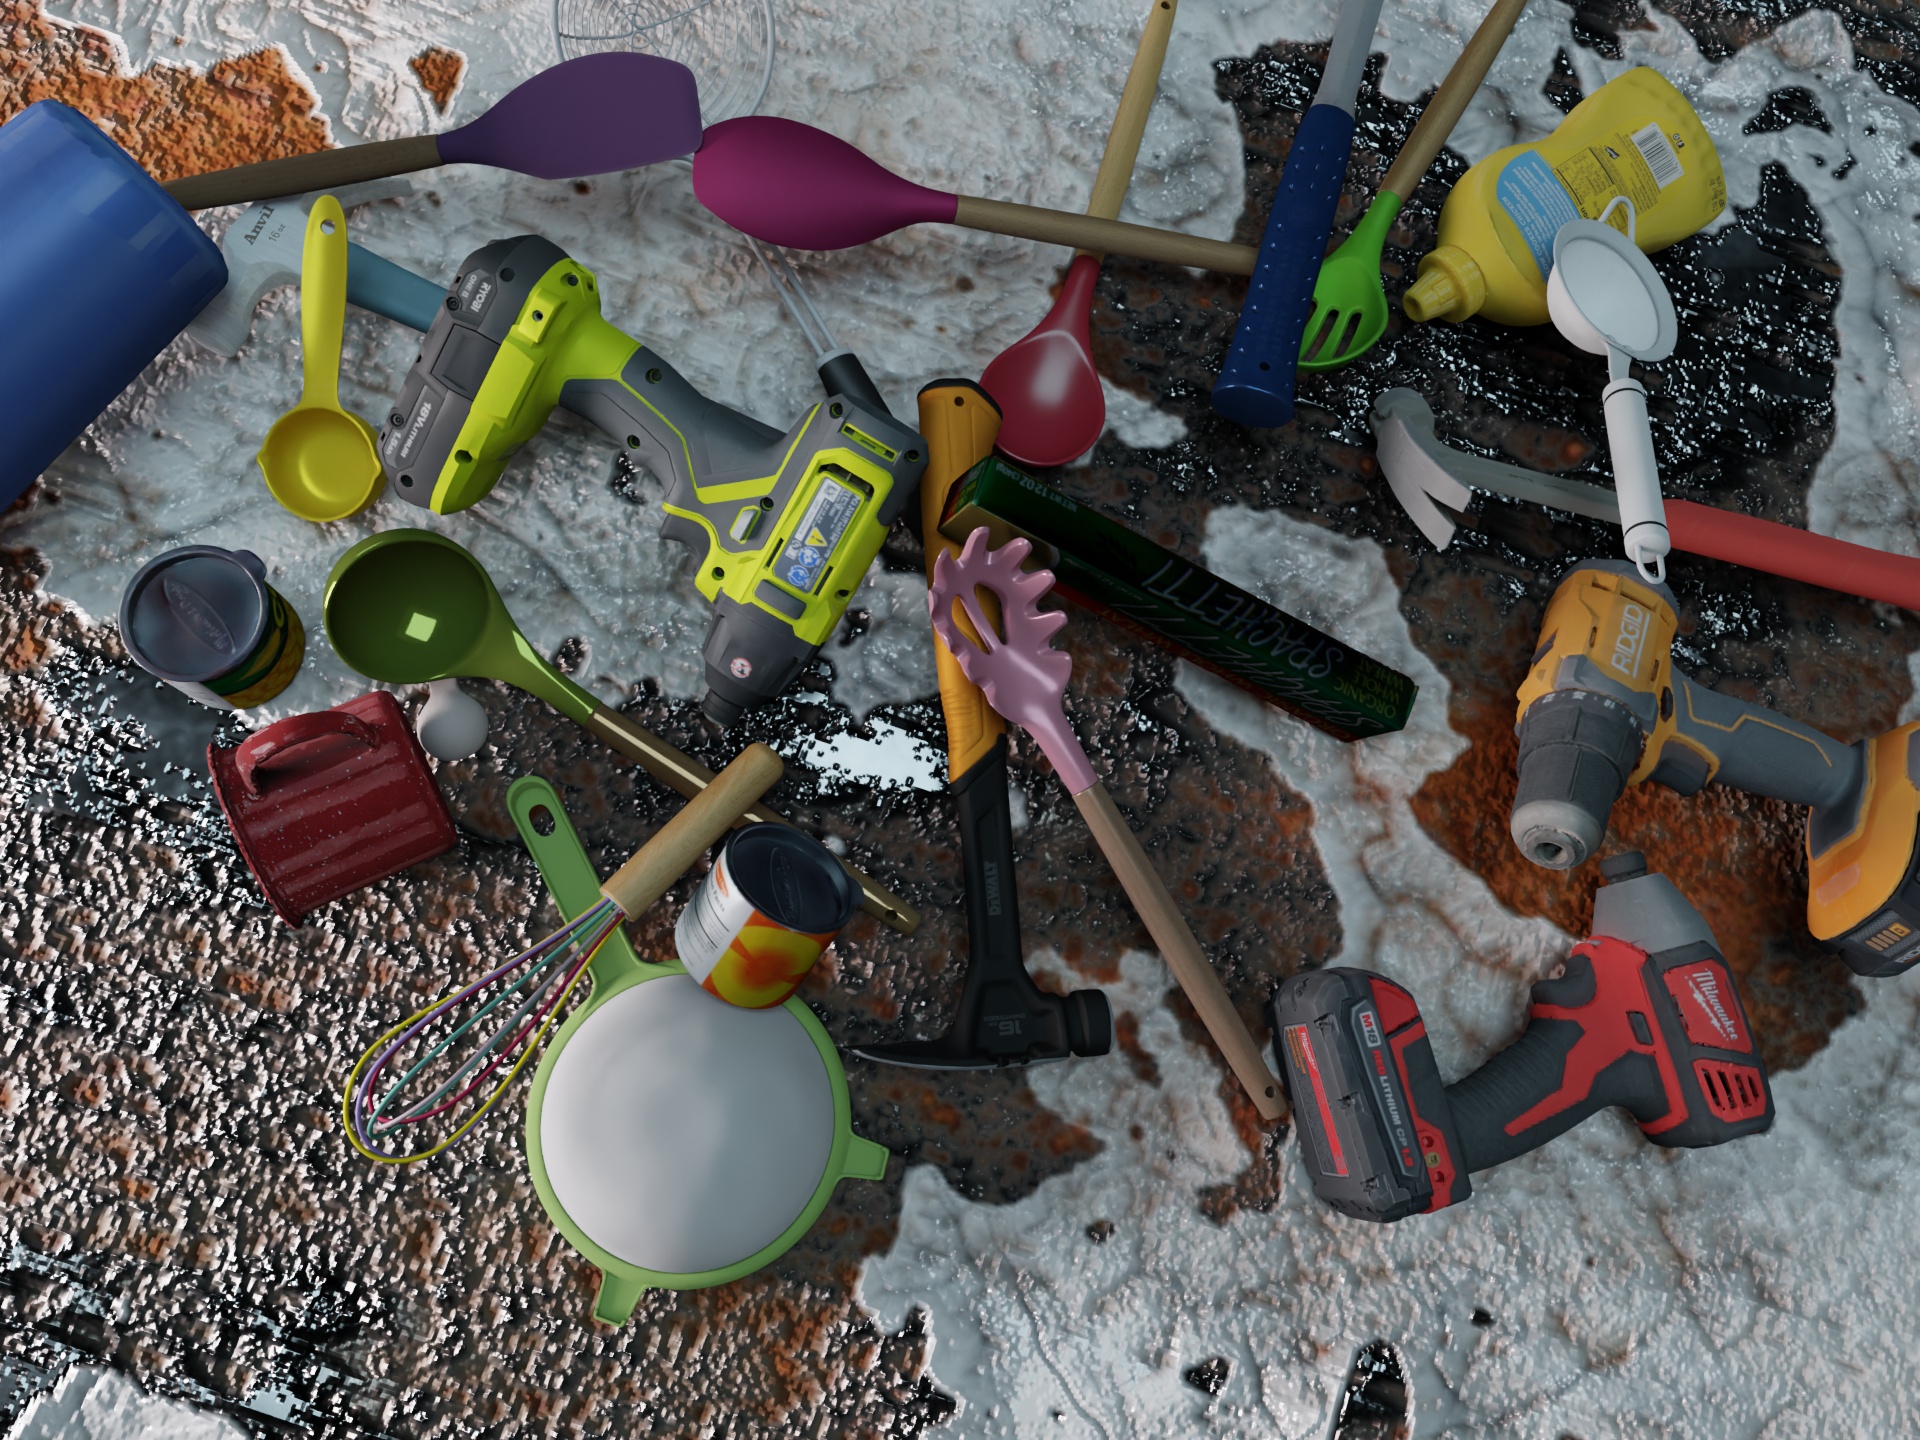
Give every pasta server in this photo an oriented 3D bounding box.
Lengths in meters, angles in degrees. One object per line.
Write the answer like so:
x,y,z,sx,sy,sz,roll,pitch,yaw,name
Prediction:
0.075,0.054,0.748,0.060,0.040,0.316,-32,95,-16,pasta server

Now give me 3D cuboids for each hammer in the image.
-0.219,-0.186,0.817,0.331,0.033,0.128,24,77,1,hammer
0.199,-0.340,0.870,0.144,0.035,0.406,18,70,0,hammer
-0.001,-0.002,0.770,0.127,0.034,0.337,-2,81,-15,hammer
0.390,-0.093,0.816,0.359,0.149,0.036,13,120,-7,hammer

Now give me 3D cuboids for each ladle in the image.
-0.155,0.015,0.755,0.320,0.062,0.078,34,103,-3,ladle
0.075,-0.273,0.868,0.069,0.031,0.315,18,74,-5,ladle

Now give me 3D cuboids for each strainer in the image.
0.324,-0.164,0.786,0.086,0.050,0.259,24,51,-18,strainer
-0.149,0.135,0.727,0.151,0.069,0.256,-27,82,-11,strainer

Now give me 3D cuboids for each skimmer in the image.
-0.088,-0.249,0.813,0.127,0.090,0.363,-27,81,-26,skimmer

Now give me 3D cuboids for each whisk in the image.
-0.170,0.094,0.700,0.047,0.051,0.245,34,67,25,whisk

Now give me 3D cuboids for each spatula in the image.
-0.285,-0.284,0.796,0.316,0.018,0.060,-9,90,5,spatula

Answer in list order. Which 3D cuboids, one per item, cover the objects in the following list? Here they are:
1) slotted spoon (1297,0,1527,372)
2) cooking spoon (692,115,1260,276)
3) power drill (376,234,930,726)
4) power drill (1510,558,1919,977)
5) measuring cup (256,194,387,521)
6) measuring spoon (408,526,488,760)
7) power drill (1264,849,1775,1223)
0.253,-0.309,0.890,0.070,0.031,0.314,24,72,25,slotted spoon
0.022,-0.261,0.825,0.318,0.017,0.069,5,80,-15,cooking spoon
-0.150,-0.112,0.760,0.223,0.080,0.171,30,104,-5,power drill
0.374,0.036,0.769,0.226,0.084,0.185,29,52,4,power drill
-0.309,-0.176,0.784,0.062,0.029,0.156,5,96,1,measuring cup
-0.261,-0.040,0.785,0.034,0.018,0.124,-14,77,-8,measuring spoon
0.268,0.149,0.760,0.219,0.078,0.143,-12,78,-11,power drill
